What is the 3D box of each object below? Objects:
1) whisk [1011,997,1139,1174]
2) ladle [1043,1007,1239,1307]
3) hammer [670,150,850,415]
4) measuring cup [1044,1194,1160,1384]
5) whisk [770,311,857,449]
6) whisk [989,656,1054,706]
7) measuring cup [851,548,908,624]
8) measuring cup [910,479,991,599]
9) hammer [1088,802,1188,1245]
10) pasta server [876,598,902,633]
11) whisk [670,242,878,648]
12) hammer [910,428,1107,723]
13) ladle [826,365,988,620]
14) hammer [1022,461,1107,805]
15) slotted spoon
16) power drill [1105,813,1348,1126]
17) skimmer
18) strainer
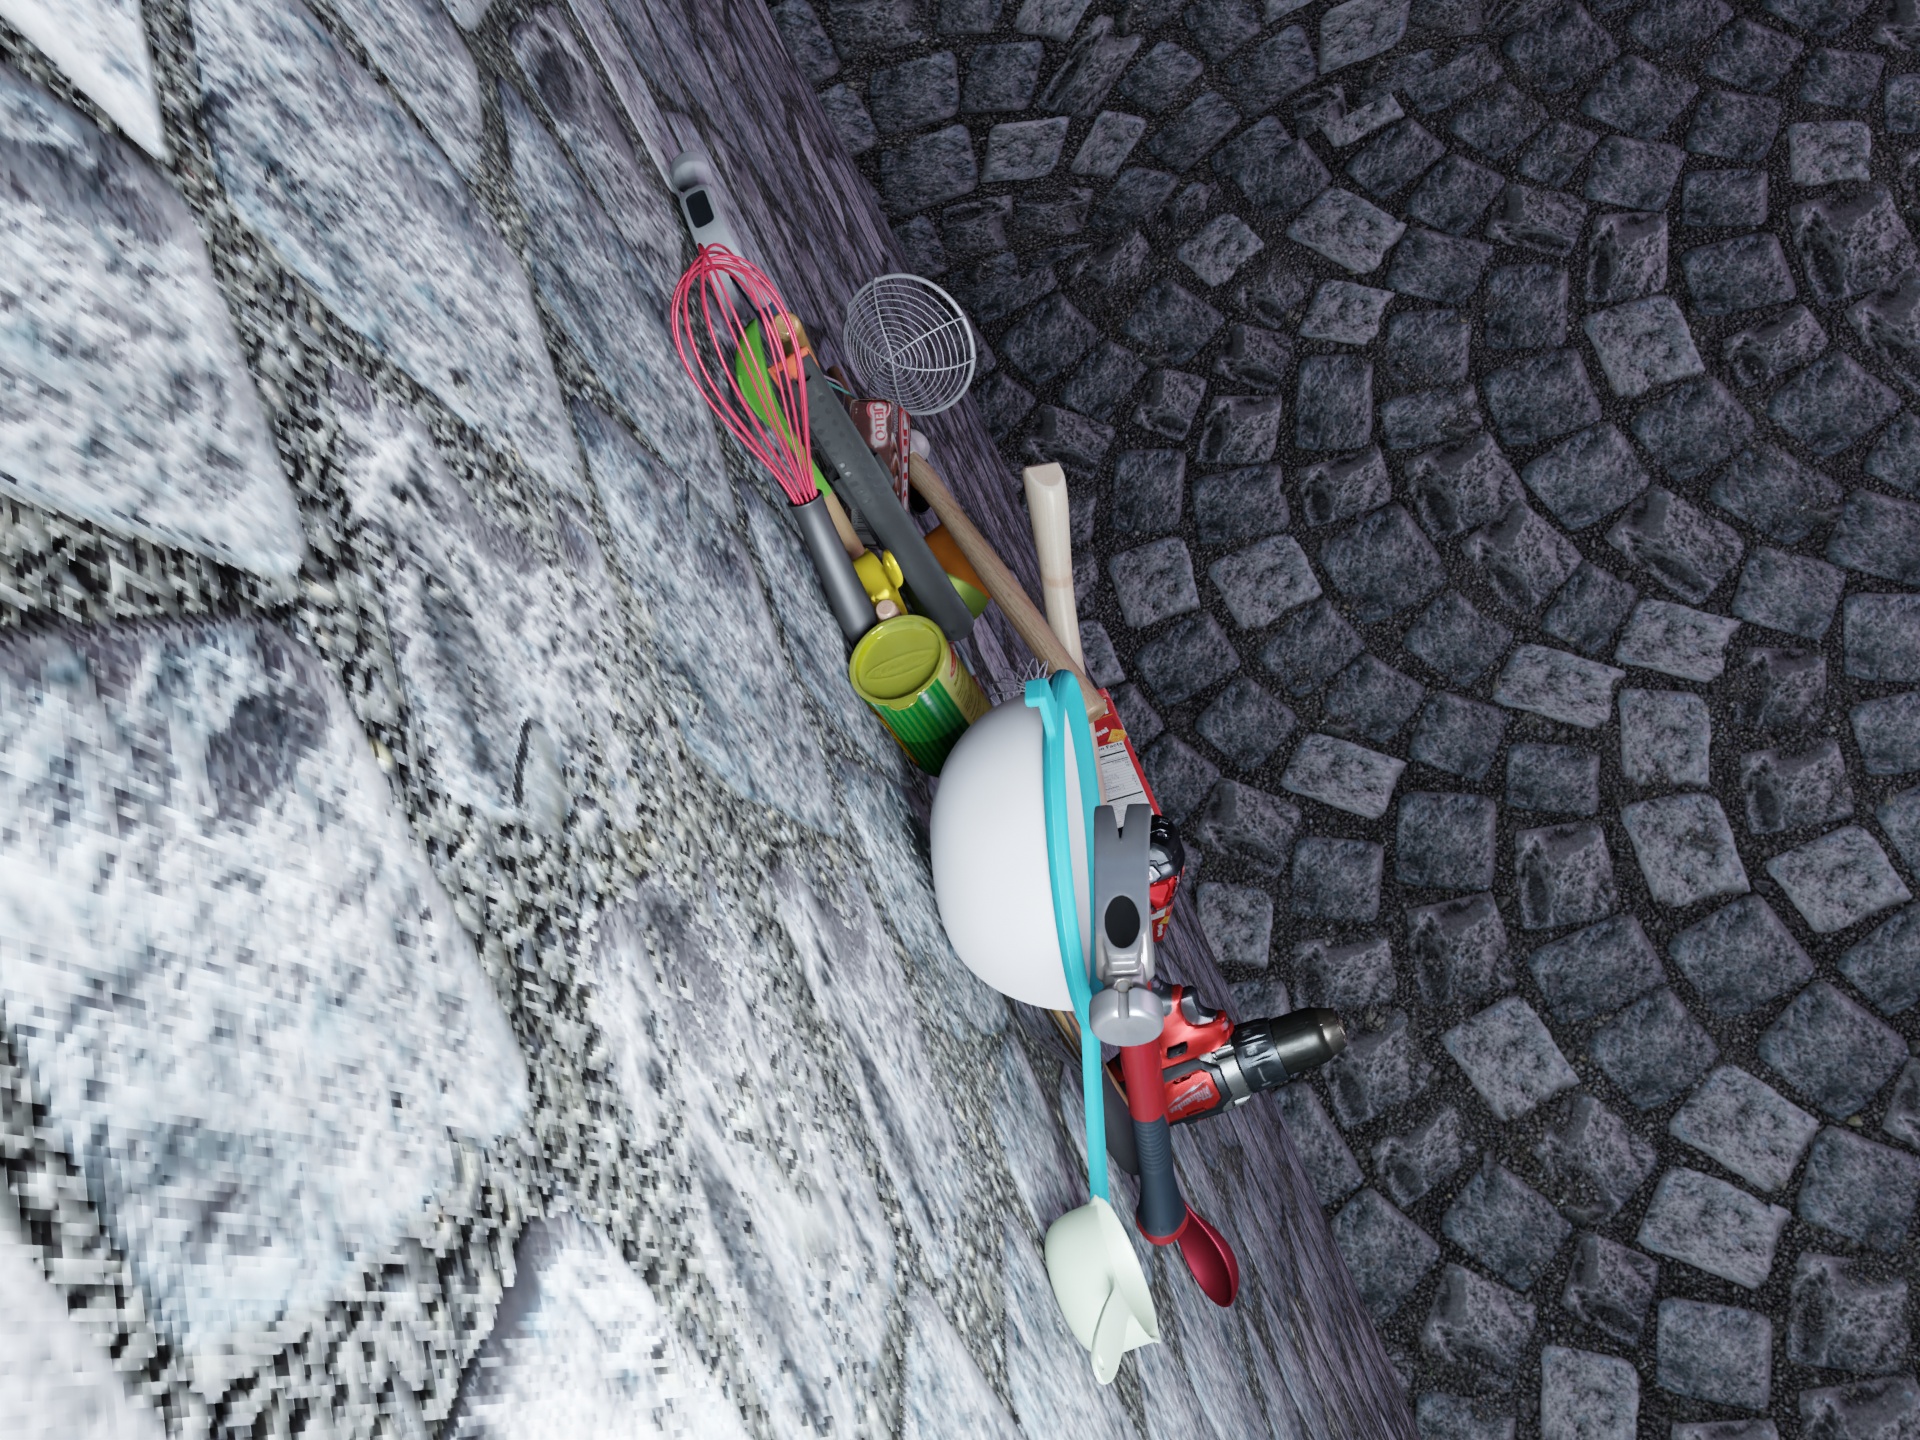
[{"bbox_3d":[0.086,0.237,1.084,0.055,0.055,0.238,-103,170,-54],"label":"whisk"},{"bbox_3d":[0.130,0.308,1.174,0.315,0.031,0.069,59,-21,-17],"label":"ladle"},{"bbox_3d":[-0.134,-0.297,1.278,0.330,0.033,0.128,53,14,-55],"label":"hammer"},{"bbox_3d":[0.063,0.295,0.792,0.083,0.038,0.167,66,10,3],"label":"measuring cup"},{"bbox_3d":[-0.106,-0.244,1.159,0.245,0.051,0.047,67,8,-83],"label":"whisk"},{"bbox_3d":[0.046,-0.006,1.350,0.284,0.070,0.070,129,-63,-82],"label":"whisk"},{"bbox_3d":[-0.057,-0.089,1.053,0.062,0.029,0.156,60,-6,0],"label":"measuring cup"},{"bbox_3d":[-0.033,-0.177,1.527,0.173,0.052,0.095,50,8,-1],"label":"measuring cup"},{"bbox_3d":[0.114,0.214,0.986,0.385,0.038,0.143,77,13,-49],"label":"hammer"},{"bbox_3d":[-0.002,-0.004,1.155,0.316,0.040,0.060,61,20,-59],"label":"pasta server"},{"bbox_3d":[-0.104,-0.155,0.987,0.073,0.073,0.295,-100,170,-60],"label":"whisk"},{"bbox_3d":[0.020,-0.135,1.350,0.331,0.031,0.130,56,11,15],"label":"hammer"},{"bbox_3d":[-0.057,-0.212,1.436,0.078,0.062,0.320,37,26,-57],"label":"ladle"},{"bbox_3d":[0.098,-0.023,1.415,0.146,0.038,0.410,-145,-135,-73],"label":"hammer"},{"bbox_3d":[-0.087,-0.138,1.134,0.070,0.031,0.313,-108,172,-63],"label":"slotted spoon"},{"bbox_3d":[0.167,0.189,1.188,0.080,0.188,0.226,-57,124,-74],"label":"power drill"},{"bbox_3d":[-0.039,-0.296,1.519,0.127,0.090,0.363,25,-11,9],"label":"skimmer"},{"bbox_3d":[0.036,0.142,0.949,0.211,0.095,0.340,10,76,-80],"label":"strainer"}]
